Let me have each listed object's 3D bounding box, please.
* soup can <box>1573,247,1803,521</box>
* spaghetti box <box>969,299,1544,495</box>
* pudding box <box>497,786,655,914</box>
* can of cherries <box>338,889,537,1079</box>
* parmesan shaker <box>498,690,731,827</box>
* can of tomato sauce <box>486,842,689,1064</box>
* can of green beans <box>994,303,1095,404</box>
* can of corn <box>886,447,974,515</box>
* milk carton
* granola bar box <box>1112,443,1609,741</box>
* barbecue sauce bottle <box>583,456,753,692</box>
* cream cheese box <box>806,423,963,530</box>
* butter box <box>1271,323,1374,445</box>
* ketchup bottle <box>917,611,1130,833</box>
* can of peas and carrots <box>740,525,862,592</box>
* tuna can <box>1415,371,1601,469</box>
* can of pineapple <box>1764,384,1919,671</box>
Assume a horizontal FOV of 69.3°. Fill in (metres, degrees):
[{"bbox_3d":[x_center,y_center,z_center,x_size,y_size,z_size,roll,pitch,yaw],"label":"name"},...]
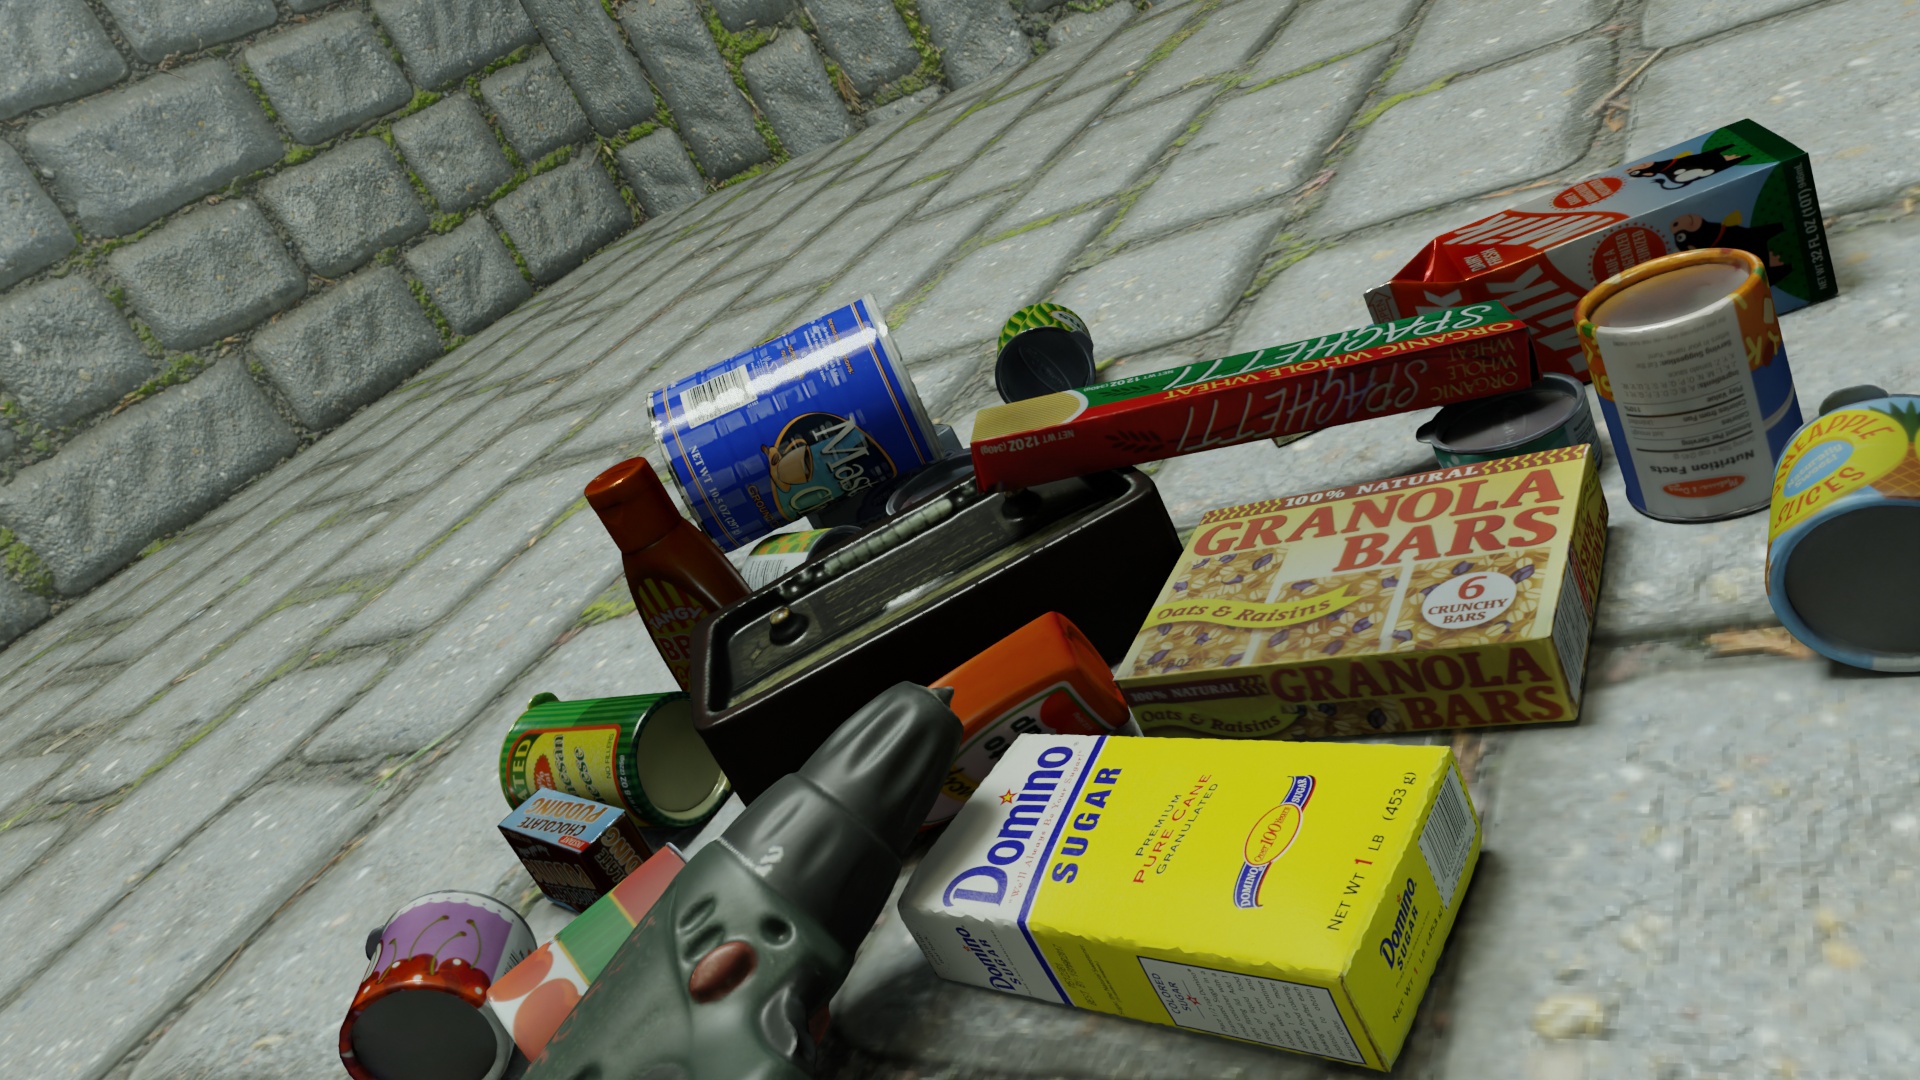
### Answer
[{"bbox_3d":[0.280,-0.061,0.532,0.071,0.083,0.071,-23,22,10],"label":"soup can"},{"bbox_3d":[0.128,-0.065,0.632,0.250,0.028,0.050,-11,22,9],"label":"spaghetti box"},{"bbox_3d":[-0.173,0.146,0.639,0.083,0.049,0.030,0,33,48],"label":"pudding box"},{"bbox_3d":[-0.215,0.189,0.571,0.071,0.071,0.058,-25,23,6],"label":"can of cherries"},{"bbox_3d":[-0.172,0.107,0.692,0.103,0.071,0.072,-10,28,37],"label":"parmesan shaker"},{"bbox_3d":[-0.124,0.165,0.520,0.083,0.071,0.071,-38,24,-21],"label":"can of tomato sauce"},{"bbox_3d":[0.057,-0.121,0.934,0.071,0.071,0.058,-22,22,13],"label":"can of green beans"},{"bbox_3d":[0.003,-0.010,0.765,0.071,0.058,0.071,-24,23,11],"label":"can of corn"},{"bbox_3d":[0.296,-0.124,0.664,0.190,0.072,0.074,-20,24,17],"label":"milk carton"},{"bbox_3d":[0.158,0.024,0.544,0.165,0.039,0.125,-10,28,36],"label":"granola bar box"},{"bbox_3d":[-0.145,0.027,0.735,0.065,0.148,0.044,-16,25,27],"label":"barbecue sauce bottle"},{"bbox_3d":[-0.038,-0.023,0.847,0.104,0.053,0.024,-35,21,-18],"label":"cream cheese box"},{"bbox_3d":[0.209,-0.089,0.750,0.103,0.024,0.053,-24,23,10],"label":"butter box"},{"bbox_3d":[-0.007,0.088,0.568,0.148,0.064,0.044,-32,48,10],"label":"ketchup bottle"},{"bbox_3d":[-0.078,0.026,0.772,0.058,0.070,0.071,-5,31,45],"label":"can of peas and carrots"},{"bbox_3d":[0.238,-0.042,0.604,0.071,0.032,0.071,-23,23,10],"label":"tuna can"},{"bbox_3d":[0.283,-0.004,0.424,0.071,0.070,0.058,-9,29,38],"label":"can of pineapple"}]
